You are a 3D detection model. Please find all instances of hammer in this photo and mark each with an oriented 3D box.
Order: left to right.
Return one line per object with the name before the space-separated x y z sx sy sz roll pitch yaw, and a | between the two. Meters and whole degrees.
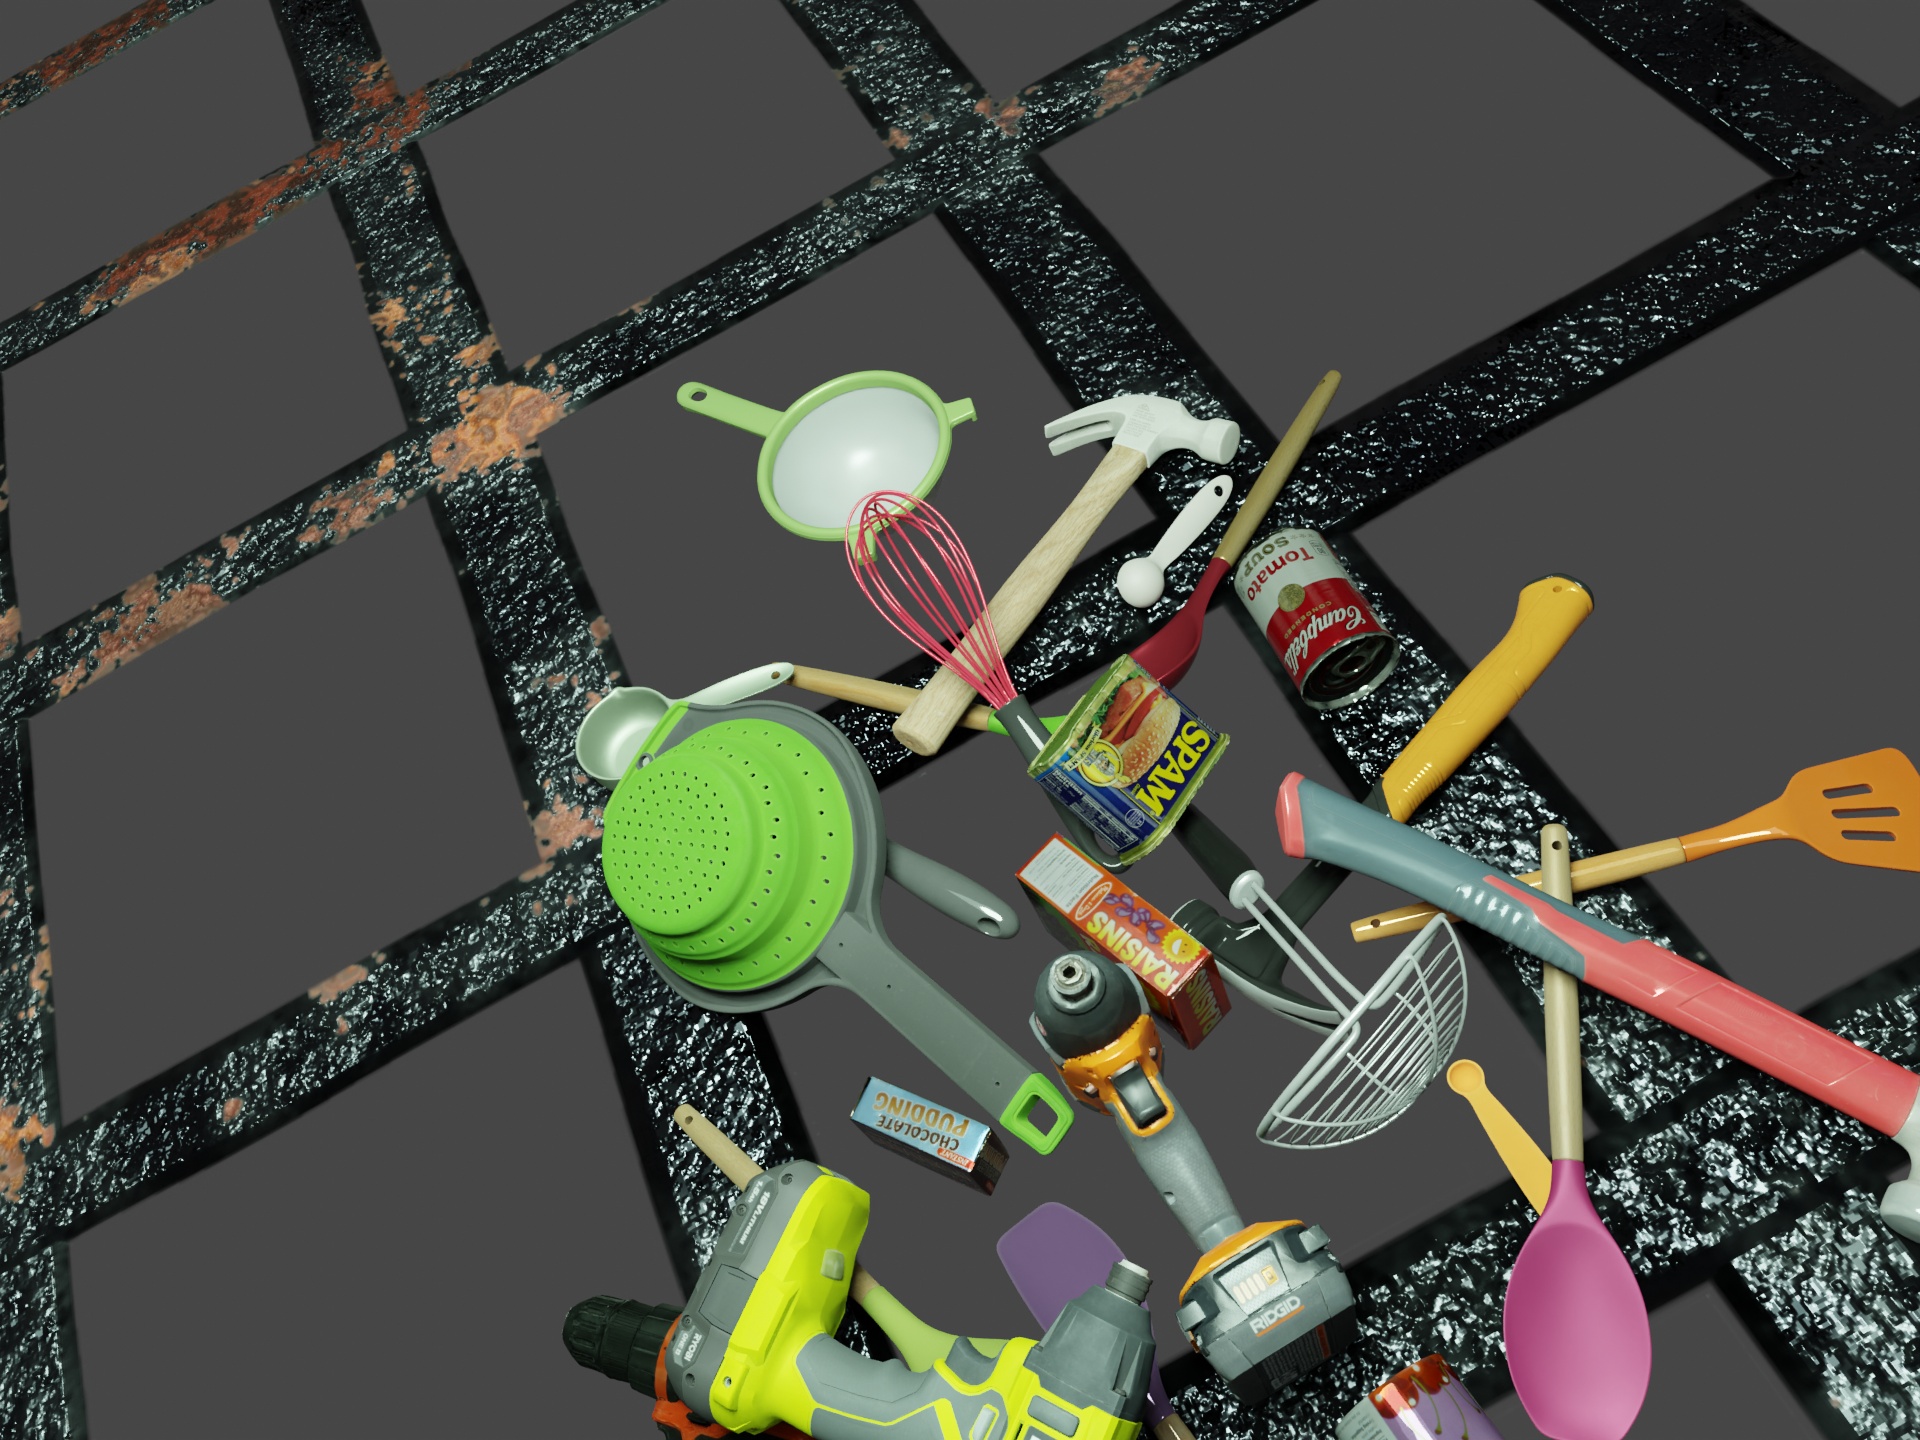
hammer | 0.057 -0.108 1.106 0.130 0.031 0.331 23 64 31
hammer | 0.275 0.037 0.947 0.337 0.034 0.127 -46 43 -14
hammer | 0.351 0.113 0.840 0.386 0.038 0.143 28 70 19

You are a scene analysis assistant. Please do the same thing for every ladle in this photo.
ladle | -0.062 0.315 0.906 0.320 0.062 0.078 30 75 38
ladle | 0.189 -0.127 1.089 0.069 0.031 0.315 -1 50 56

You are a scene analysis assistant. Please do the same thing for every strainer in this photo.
strainer | -0.112 -0.202 1.215 0.256 0.069 0.151 25 72 30

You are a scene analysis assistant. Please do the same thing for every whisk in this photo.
whisk | -0.059 0.079 1.040 0.239 0.055 0.055 28 72 26
whisk | 0.020 -0.026 1.014 0.073 0.073 0.296 -34 82 -4

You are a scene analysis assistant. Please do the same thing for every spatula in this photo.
spatula | 0.121 0.379 0.810 0.060 0.018 0.316 -36 54 -5
spatula | 0.383 0.084 0.900 0.322 0.041 0.081 -17 57 14

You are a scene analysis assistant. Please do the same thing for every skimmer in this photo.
skimmer | 0.150 0.097 0.821 0.127 0.090 0.363 -53 20 8

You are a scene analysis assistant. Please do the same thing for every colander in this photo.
colander | -0.098 0.125 0.964 0.397 0.094 0.204 37 98 27

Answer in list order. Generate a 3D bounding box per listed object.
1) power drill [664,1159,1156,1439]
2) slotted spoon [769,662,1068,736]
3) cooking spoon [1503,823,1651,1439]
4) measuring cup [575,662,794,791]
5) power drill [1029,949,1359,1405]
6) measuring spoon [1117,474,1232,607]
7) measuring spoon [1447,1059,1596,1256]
power drill | -0.020 0.315 0.788 0.223 0.080 0.171 18 74 29
slotted spoon | -0.002 -0.003 1.082 0.314 0.031 0.070 13 65 27
cooking spoon | 0.318 0.205 0.834 0.069 0.017 0.319 0 66 16
measuring cup | -0.191 0.001 1.138 0.167 0.038 0.083 -21 55 3
power drill | 0.110 0.223 0.823 0.084 0.164 0.227 -31 57 -3
measuring spoon | 0.154 -0.128 1.102 0.034 0.018 0.124 44 72 -10
measuring spoon | 0.298 0.232 0.846 0.021 0.011 0.117 -32 58 1
